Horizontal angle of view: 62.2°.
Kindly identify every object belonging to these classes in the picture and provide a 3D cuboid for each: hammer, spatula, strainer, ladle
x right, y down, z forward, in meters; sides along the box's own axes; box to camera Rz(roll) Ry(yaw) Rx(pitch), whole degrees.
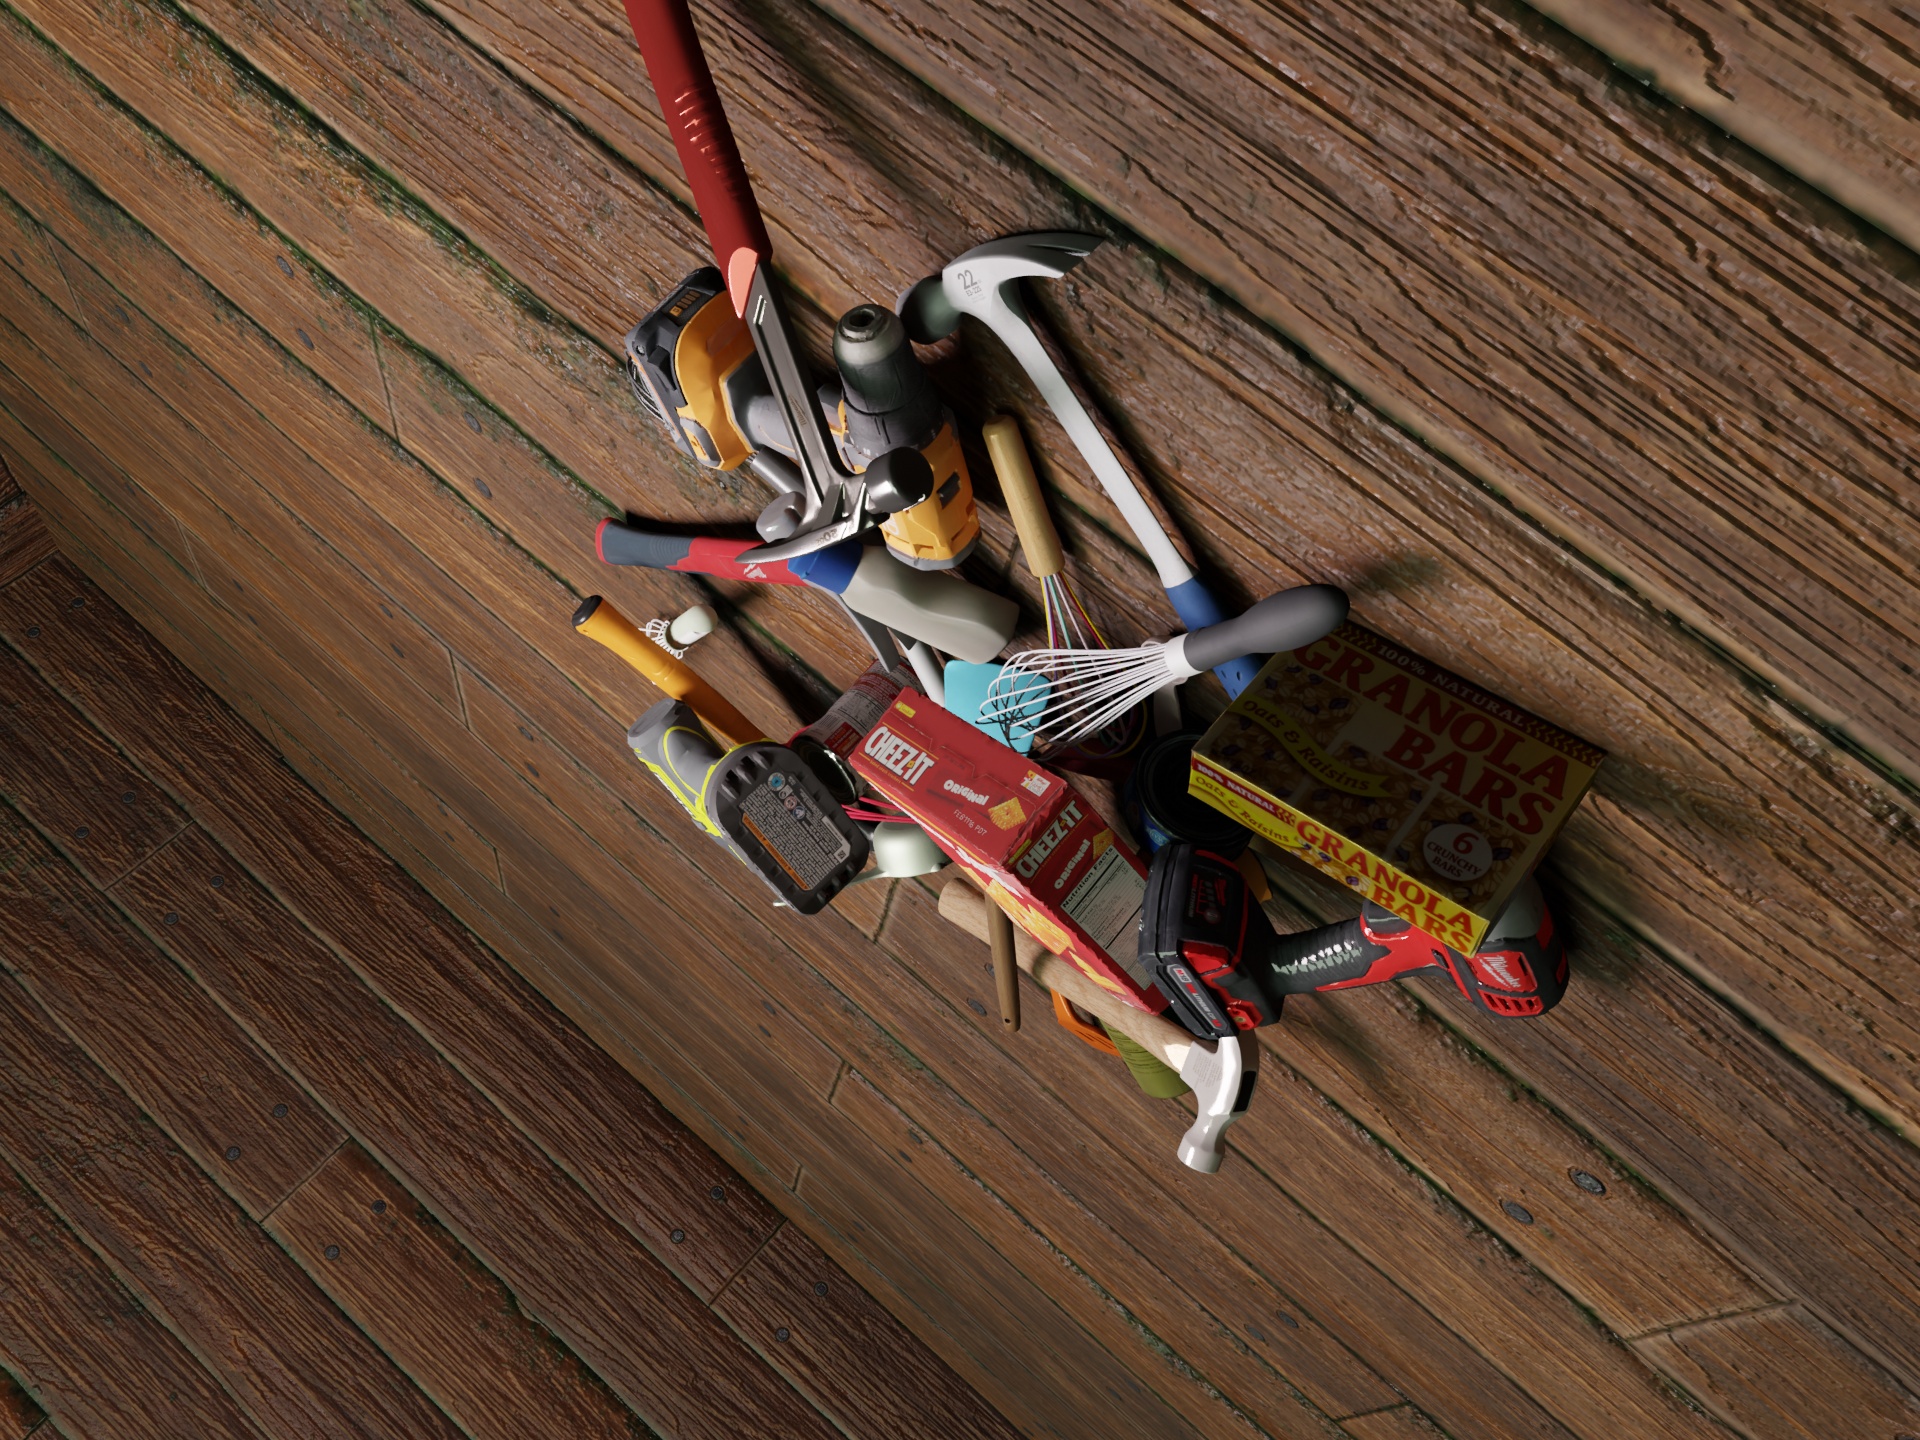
[{"bbox_3d":[-0.127,-0.264,0.847,0.149,0.036,0.359,-14,99,47],"label":"hammer"},{"bbox_3d":[0.070,0.180,1.335,0.081,0.041,0.322,5,129,52],"label":"spatula"},{"bbox_3d":[0.120,-0.088,0.882,0.405,0.035,0.144,54,152,-16],"label":"hammer"},{"bbox_3d":[-0.187,0.007,1.346,0.336,0.034,0.127,41,157,-25],"label":"hammer"},{"bbox_3d":[-0.179,-0.114,1.216,0.143,0.038,0.386,50,160,-29],"label":"hammer"},{"bbox_3d":[0.095,0.199,1.209,0.031,0.130,0.332,10,-167,-44],"label":"hammer"},{"bbox_3d":[-0.002,-0.004,1.161,0.087,0.050,0.258,-12,114,42],"label":"strainer"},{"bbox_3d":[0.031,0.105,1.169,0.082,0.044,0.317,11,127,25],"label":"spatula"},{"bbox_3d":[0.190,0.075,1.017,0.316,0.031,0.069,26,178,27],"label":"ladle"}]

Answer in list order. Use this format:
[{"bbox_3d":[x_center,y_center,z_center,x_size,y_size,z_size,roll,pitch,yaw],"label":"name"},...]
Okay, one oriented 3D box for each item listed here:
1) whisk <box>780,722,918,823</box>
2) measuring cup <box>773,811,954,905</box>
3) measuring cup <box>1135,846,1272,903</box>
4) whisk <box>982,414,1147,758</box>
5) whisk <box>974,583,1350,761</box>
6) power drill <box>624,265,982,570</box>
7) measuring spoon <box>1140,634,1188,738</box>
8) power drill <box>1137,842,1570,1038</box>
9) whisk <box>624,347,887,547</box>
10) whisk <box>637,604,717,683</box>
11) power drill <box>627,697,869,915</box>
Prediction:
[{"bbox_3d":[-0.017,0.070,1.242,0.296,0.073,0.073,22,146,19],"label":"whisk"},{"bbox_3d":[-0.076,0.109,1.289,0.083,0.167,0.038,-151,45,-68],"label":"measuring cup"},{"bbox_3d":[0.158,0.137,1.117,0.095,0.052,0.173,33,148,22],"label":"measuring cup"},{"bbox_3d":[0.064,-0.077,0.977,0.047,0.051,0.244,-4,125,29],"label":"whisk"},{"bbox_3d":[0.104,-0.029,0.884,0.070,0.070,0.284,52,145,-13],"label":"whisk"},{"bbox_3d":[-0.095,-0.197,0.952,0.226,0.084,0.185,30,158,28],"label":"power drill"},{"bbox_3d":[0.133,-0.015,0.993,0.034,0.018,0.124,31,156,26],"label":"measuring spoon"},{"bbox_3d":[0.220,0.118,0.904,0.220,0.079,0.143,-8,139,28],"label":"power drill"},{"bbox_3d":[-0.137,-0.181,1.099,0.239,0.055,0.055,40,153,-1],"label":"whisk"},{"bbox_3d":[-0.243,-0.070,1.355,0.246,0.057,0.059,167,100,-69],"label":"whisk"},{"bbox_3d":[-0.164,0.070,1.243,0.171,0.080,0.223,53,164,-23],"label":"power drill"}]
